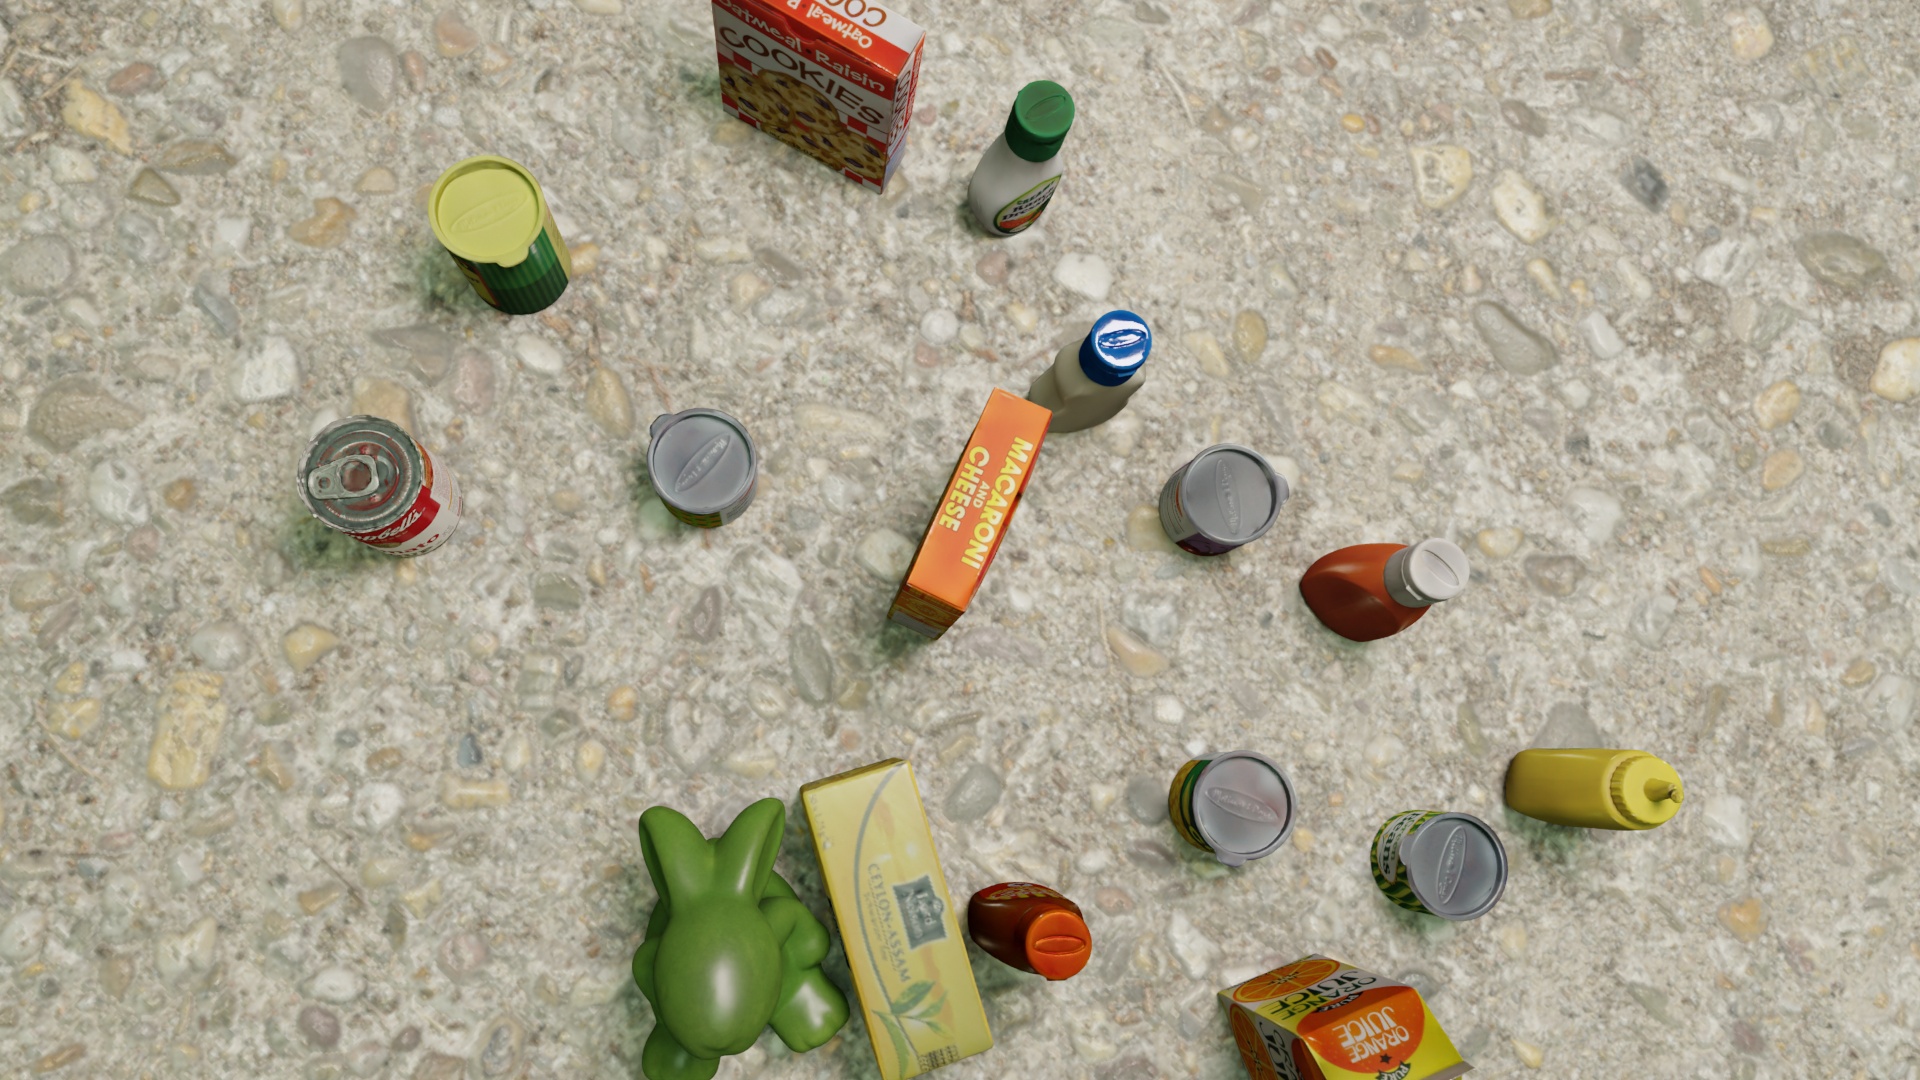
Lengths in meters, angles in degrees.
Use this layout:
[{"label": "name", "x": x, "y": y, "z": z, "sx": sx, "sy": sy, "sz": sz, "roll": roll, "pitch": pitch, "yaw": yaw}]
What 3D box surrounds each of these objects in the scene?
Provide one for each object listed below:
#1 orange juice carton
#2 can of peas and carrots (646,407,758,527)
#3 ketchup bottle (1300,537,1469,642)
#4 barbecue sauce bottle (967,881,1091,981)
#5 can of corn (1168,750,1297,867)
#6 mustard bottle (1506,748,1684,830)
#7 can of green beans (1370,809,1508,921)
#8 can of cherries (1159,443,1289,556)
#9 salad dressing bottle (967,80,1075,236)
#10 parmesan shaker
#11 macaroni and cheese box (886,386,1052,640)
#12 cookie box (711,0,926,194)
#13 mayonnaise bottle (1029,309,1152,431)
[{"label": "orange juice carton", "x": 0.218, "y": 0.293, "z": 0.790, "sx": 0.072, "sy": 0.192, "sz": 0.073, "roll": -18, "pitch": 83, "yaw": -9}, {"label": "can of peas and carrots", "x": -0.162, "y": -0.046, "z": 0.870, "sx": 0.071, "sy": 0.058, "sz": 0.071, "roll": 1, "pitch": 80, "yaw": -7}, {"label": "ketchup bottle", "x": 0.265, "y": 0.028, "z": 0.864, "sx": 0.065, "sy": 0.148, "sz": 0.043, "roll": 44, "pitch": 79, "yaw": 2}, {"label": "barbecue sauce bottle", "x": 0.043, "y": 0.225, "z": 0.803, "sx": 0.065, "sy": 0.148, "sz": 0.044, "roll": 1, "pitch": 81, "yaw": -7}, {"label": "can of corn", "x": 0.169, "y": 0.168, "z": 0.874, "sx": 0.071, "sy": 0.058, "sz": 0.071, "roll": 1, "pitch": 80, "yaw": -7}, {"label": "mustard bottle", "x": 0.397, "y": 0.152, "z": 0.852, "sx": 0.065, "sy": 0.160, "sz": 0.049, "roll": 11, "pitch": 80, "yaw": -5}, {"label": "can of green beans", "x": 0.303, "y": 0.205, "z": 0.884, "sx": 0.071, "sy": 0.057, "sz": 0.071, "roll": 1, "pitch": 80, "yaw": -7}, {"label": "can of cherries", "x": 0.171, "y": -0.025, "z": 0.908, "sx": 0.071, "sy": 0.058, "sz": 0.071, "roll": 1, "pitch": 80, "yaw": -7}, {"label": "salad dressing bottle", "x": 0.040, "y": -0.242, "z": 0.884, "sx": 0.064, "sy": 0.147, "sz": 0.044, "roll": -31, "pitch": 86, "yaw": -11}, {"label": "parmesan shaker", "x": -0.280, "y": -0.183, "z": 0.857, "sx": 0.071, "sy": 0.103, "sz": 0.071, "roll": 1, "pitch": 81, "yaw": -7}, {"label": "macaroni and cheese box", "x": 0.003, "y": -0.010, "z": 0.829, "sx": 0.040, "sy": 0.166, "sz": 0.124, "roll": 24, "pitch": 79, "yaw": -2}, {"label": "cookie box", "x": -0.090, "y": -0.291, "z": 0.866, "sx": 0.123, "sy": 0.167, "sz": 0.040, "roll": 28, "pitch": 79, "yaw": -2}, {"label": "mayonnaise bottle", "x": 0.084, "y": -0.104, "z": 0.865, "sx": 0.065, "sy": 0.148, "sz": 0.041, "roll": -12, "pitch": 82, "yaw": -9}]
